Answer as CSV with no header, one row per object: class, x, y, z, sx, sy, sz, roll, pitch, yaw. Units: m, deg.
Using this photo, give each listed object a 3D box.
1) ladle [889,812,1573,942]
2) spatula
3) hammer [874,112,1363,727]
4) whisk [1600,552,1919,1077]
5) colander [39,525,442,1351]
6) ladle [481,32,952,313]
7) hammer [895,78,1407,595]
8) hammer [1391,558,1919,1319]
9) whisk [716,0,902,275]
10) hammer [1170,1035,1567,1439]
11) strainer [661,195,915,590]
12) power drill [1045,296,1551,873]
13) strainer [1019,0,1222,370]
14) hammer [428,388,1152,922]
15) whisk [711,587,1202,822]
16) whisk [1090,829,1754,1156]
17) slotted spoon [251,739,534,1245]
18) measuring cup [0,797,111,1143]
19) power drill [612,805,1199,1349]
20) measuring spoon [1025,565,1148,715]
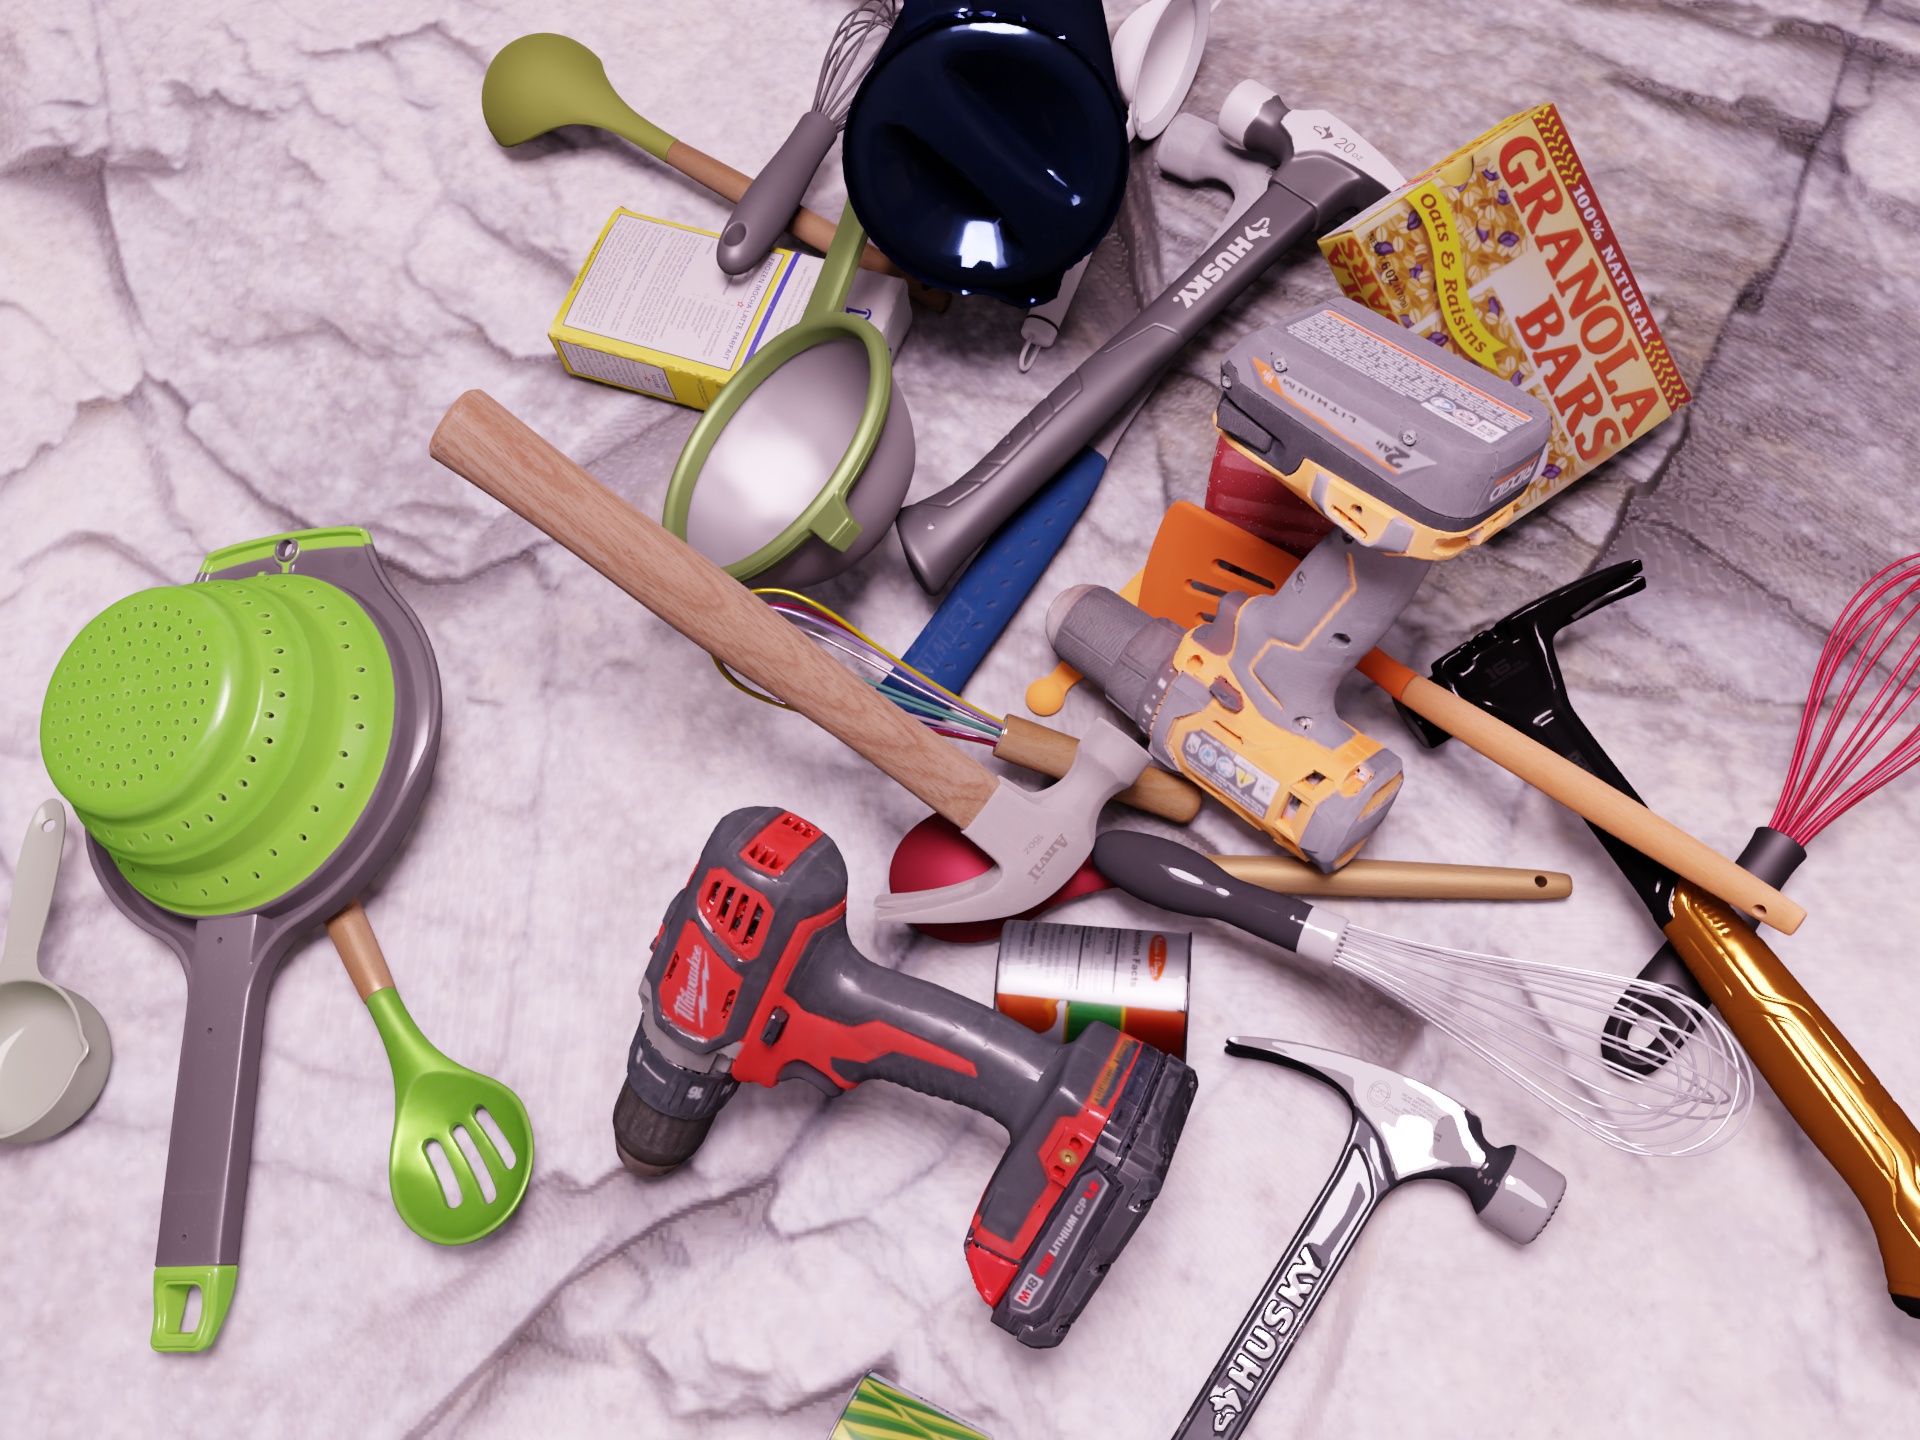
ladle,0.122,0.072,0.739,0.315,0.031,0.069,1,70,4
spatula,0.216,0.001,0.709,0.041,0.081,0.323,-23,48,-40
hammer,0.076,-0.145,0.826,0.144,0.035,0.405,30,74,16
whisk,0.378,0.039,0.712,0.073,0.073,0.296,37,82,18
colander,-0.358,0.079,0.731,0.204,0.094,0.397,-7,71,16
ladle,-0.142,-0.308,0.919,0.320,0.062,0.078,31,72,9
hammer,0.095,-0.183,0.802,0.146,0.035,0.335,41,77,20
hammer,0.323,0.086,0.670,0.127,0.034,0.337,-33,60,12
whisk,-0.077,-0.329,0.891,0.055,0.055,0.239,18,60,12
hammer,0.078,0.313,0.640,0.149,0.036,0.409,32,75,18
strainer,-0.059,-0.164,0.793,0.151,0.069,0.256,-9,57,43
power drill,0.130,-0.064,0.690,0.185,0.226,0.084,37,46,25
strainer,0.082,-0.308,0.878,0.050,0.086,0.258,21,82,18
hammer,-0.084,-0.028,0.690,0.331,0.031,0.130,36,95,-9
whisk,0.000,-0.004,0.742,0.245,0.051,0.047,20,72,-6
whisk,0.184,0.102,0.670,0.285,0.070,0.070,21,71,22
slotted spoon,-0.286,0.110,0.764,0.070,0.031,0.314,-33,67,-5
measuring cup,-0.445,0.121,0.771,0.083,0.038,0.168,-6,66,3
power drill,-0.037,0.161,0.664,0.227,0.080,0.187,30,117,8
measuring spoon,0.075,-0.047,0.799,0.021,0.011,0.117,40,77,19
